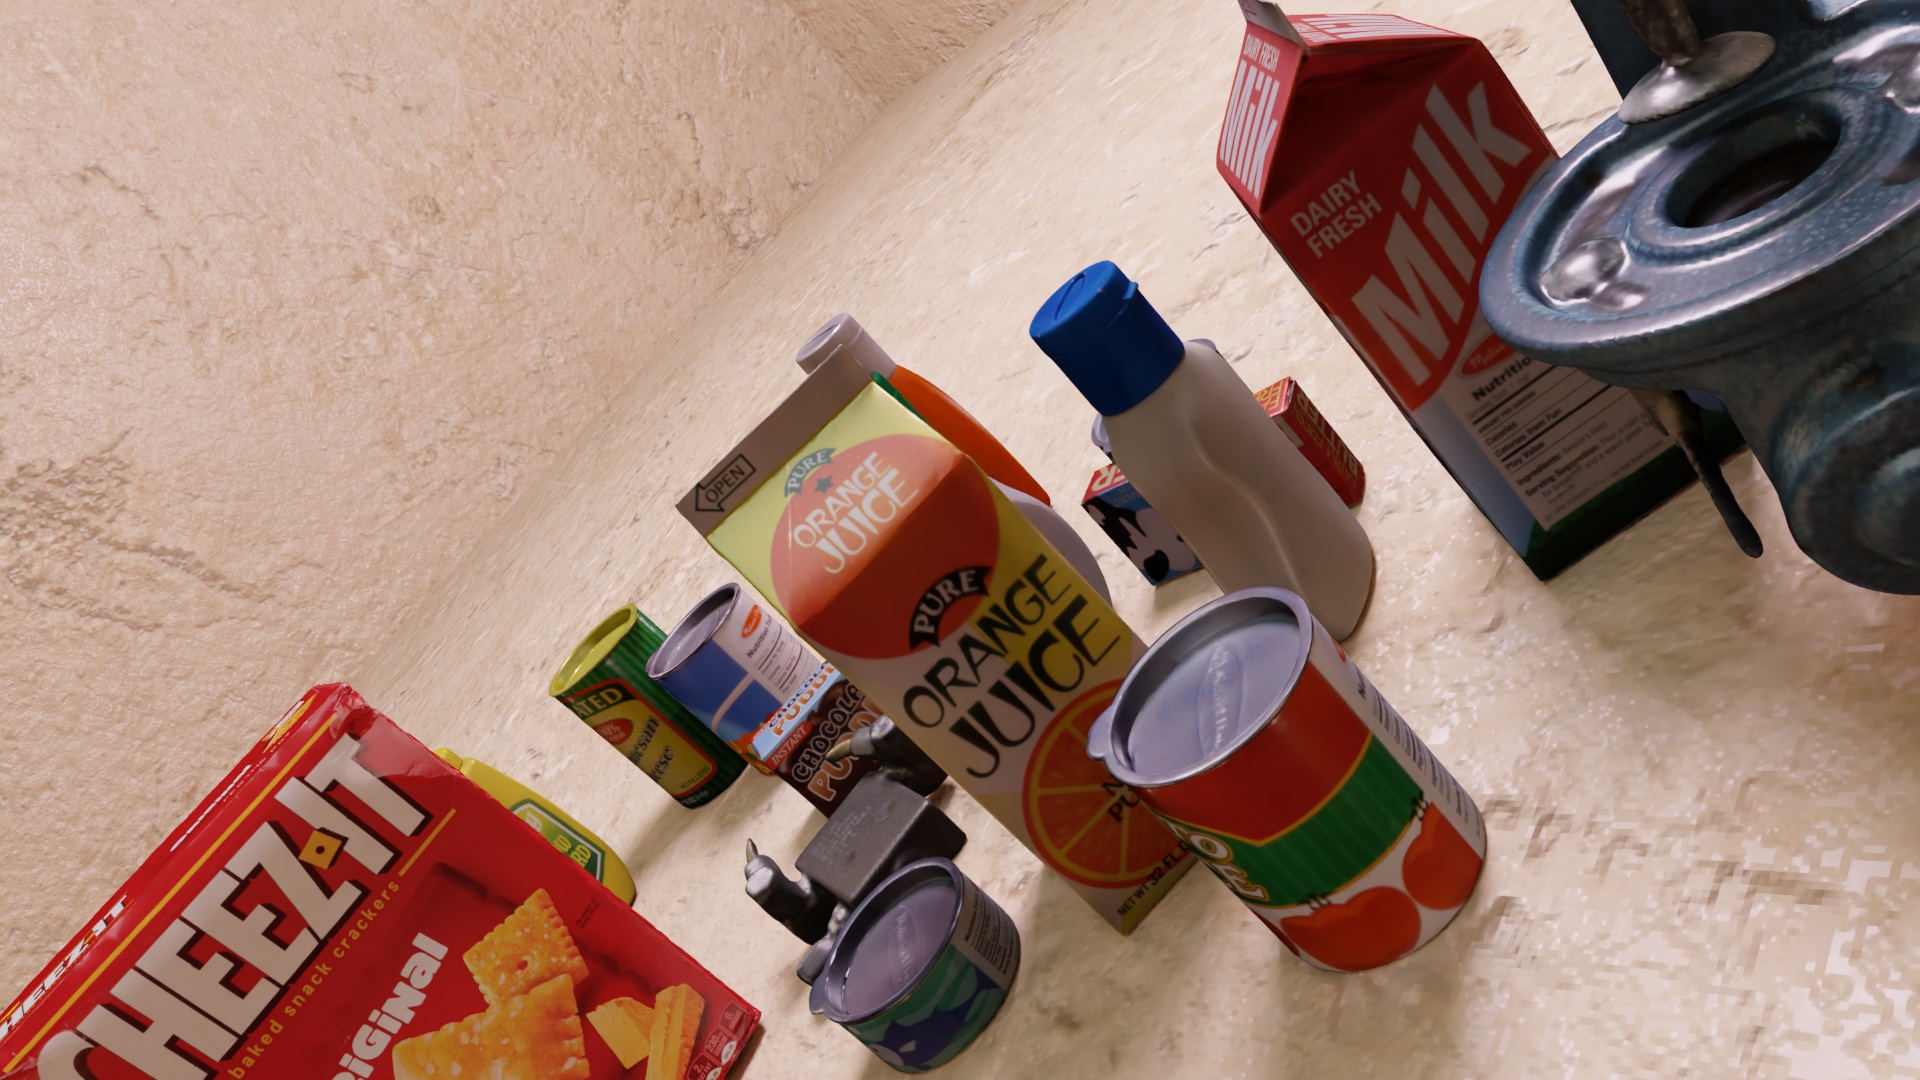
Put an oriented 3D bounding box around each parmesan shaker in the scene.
[{"bbox_3d":[-0.167,0.093,0.775,0.071,0.103,0.071,-38,20,17],"label":"parmesan shaker"}]

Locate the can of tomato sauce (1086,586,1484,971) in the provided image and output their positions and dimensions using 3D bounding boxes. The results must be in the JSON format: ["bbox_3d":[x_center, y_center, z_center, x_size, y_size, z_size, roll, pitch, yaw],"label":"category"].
[{"bbox_3d":[0.087,0.065,0.371,0.071,0.083,0.071,-38,21,17],"label":"can of tomato sauce"}]

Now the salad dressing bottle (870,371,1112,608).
[{"bbox_3d":[0.002,-0.007,0.585,0.064,0.147,0.044,-52,21,-22],"label":"salad dressing bottle"}]

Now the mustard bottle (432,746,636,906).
[{"bbox_3d":[-0.242,0.153,0.715,0.048,0.160,0.066,-25,27,42],"label":"mustard bottle"}]

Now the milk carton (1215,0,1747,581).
[{"bbox_3d":[0.141,-0.087,0.413,0.073,0.190,0.072,-38,20,16],"label":"milk carton"}]

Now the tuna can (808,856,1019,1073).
[{"bbox_3d":[-0.016,0.147,0.478,0.071,0.033,0.071,-38,21,17],"label":"tuna can"}]

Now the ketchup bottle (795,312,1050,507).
[{"bbox_3d":[-0.022,-0.053,0.722,0.064,0.148,0.044,-24,27,44],"label":"ketchup bottle"}]

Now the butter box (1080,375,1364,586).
[{"bbox_3d":[0.104,-0.022,0.557,0.103,0.053,0.024,-26,26,40],"label":"butter box"}]

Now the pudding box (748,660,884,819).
[{"bbox_3d":[-0.053,0.083,0.655,0.084,0.049,0.030,-47,20,-9],"label":"pudding box"}]

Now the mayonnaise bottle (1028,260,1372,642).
[{"bbox_3d":[0.083,-0.029,0.471,0.041,0.148,0.065,-28,25,39],"label":"mayonnaise bottle"}]

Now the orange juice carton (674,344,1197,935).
[{"bbox_3d":[0.003,0.030,0.442,0.072,0.192,0.073,-46,20,-5],"label":"orange juice carton"}]

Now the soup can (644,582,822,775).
[{"bbox_3d":[-0.114,0.075,0.738,0.071,0.083,0.071,-38,21,17],"label":"soup can"}]

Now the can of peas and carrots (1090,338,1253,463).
[{"bbox_3d":[0.099,-0.043,0.601,0.071,0.058,0.071,-38,21,17],"label":"can of peas and carrots"}]
